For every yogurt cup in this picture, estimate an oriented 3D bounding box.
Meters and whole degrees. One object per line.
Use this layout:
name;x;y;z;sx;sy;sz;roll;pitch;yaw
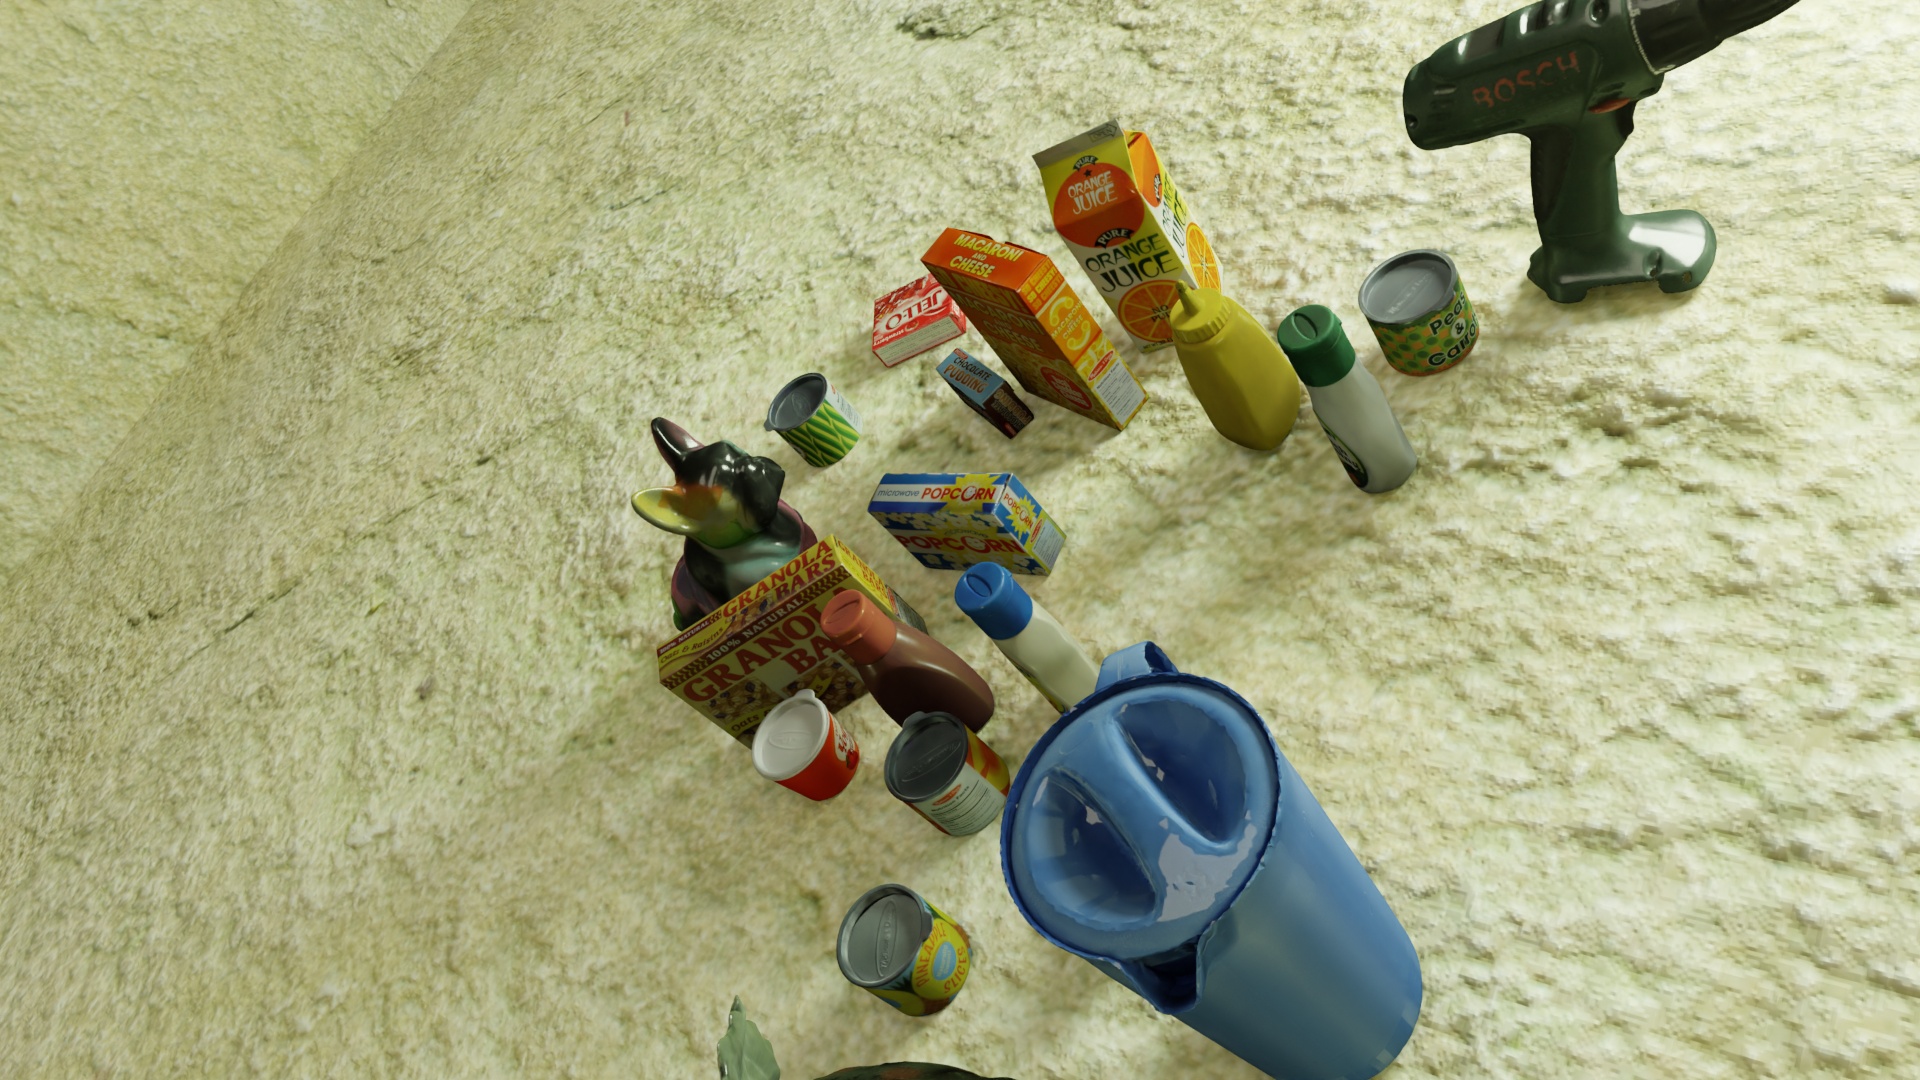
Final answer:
yogurt cup;-0.111;0.155;1.019;0.072;0.053;0.073;-21;45;23

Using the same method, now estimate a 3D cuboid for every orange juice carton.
orange juice carton;0.130;-0.236;1.056;0.071;0.192;0.073;-15;48;29

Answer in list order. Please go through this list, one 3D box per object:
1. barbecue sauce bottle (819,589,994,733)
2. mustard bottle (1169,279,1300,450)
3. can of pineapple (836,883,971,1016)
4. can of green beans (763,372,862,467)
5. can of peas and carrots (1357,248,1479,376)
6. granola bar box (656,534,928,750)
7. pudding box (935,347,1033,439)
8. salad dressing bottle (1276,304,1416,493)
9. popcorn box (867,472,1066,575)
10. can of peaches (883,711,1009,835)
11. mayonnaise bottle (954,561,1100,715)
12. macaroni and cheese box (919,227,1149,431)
barbecue sauce bottle;-0.039;0.087;0.948;0.065;0.148;0.044;-31;42;14
mustard bottle;0.181;-0.127;0.948;0.049;0.160;0.065;15;66;44
can of pineapple;-0.033;0.257;0.869;0.071;0.057;0.071;-21;45;23
can of green beans;-0.131;-0.108;1.254;0.071;0.057;0.071;-21;45;23
can of peas and carrots;0.314;-0.154;0.943;0.071;0.058;0.071;-21;45;23
granola bar box;-0.123;0.081;1.038;0.165;0.124;0.039;-32;42;12
pudding box;0.020;-0.124;1.155;0.030;0.049;0.084;-45;41;-2
salad dressing bottle;0.243;-0.088;0.876;0.044;0.147;0.064;-34;42;11
popcorn box;0.004;-0.013;1.047;0.126;0.085;0.038;2;58;39
can of peaches;-0.009;0.156;0.935;0.071;0.058;0.071;-21;45;23
mayonnaise bottle;0.049;0.068;0.896;0.041;0.147;0.065;-47;41;-4
macaroni and cheese box;0.058;-0.164;1.070;0.040;0.166;0.124;-51;41;-9
